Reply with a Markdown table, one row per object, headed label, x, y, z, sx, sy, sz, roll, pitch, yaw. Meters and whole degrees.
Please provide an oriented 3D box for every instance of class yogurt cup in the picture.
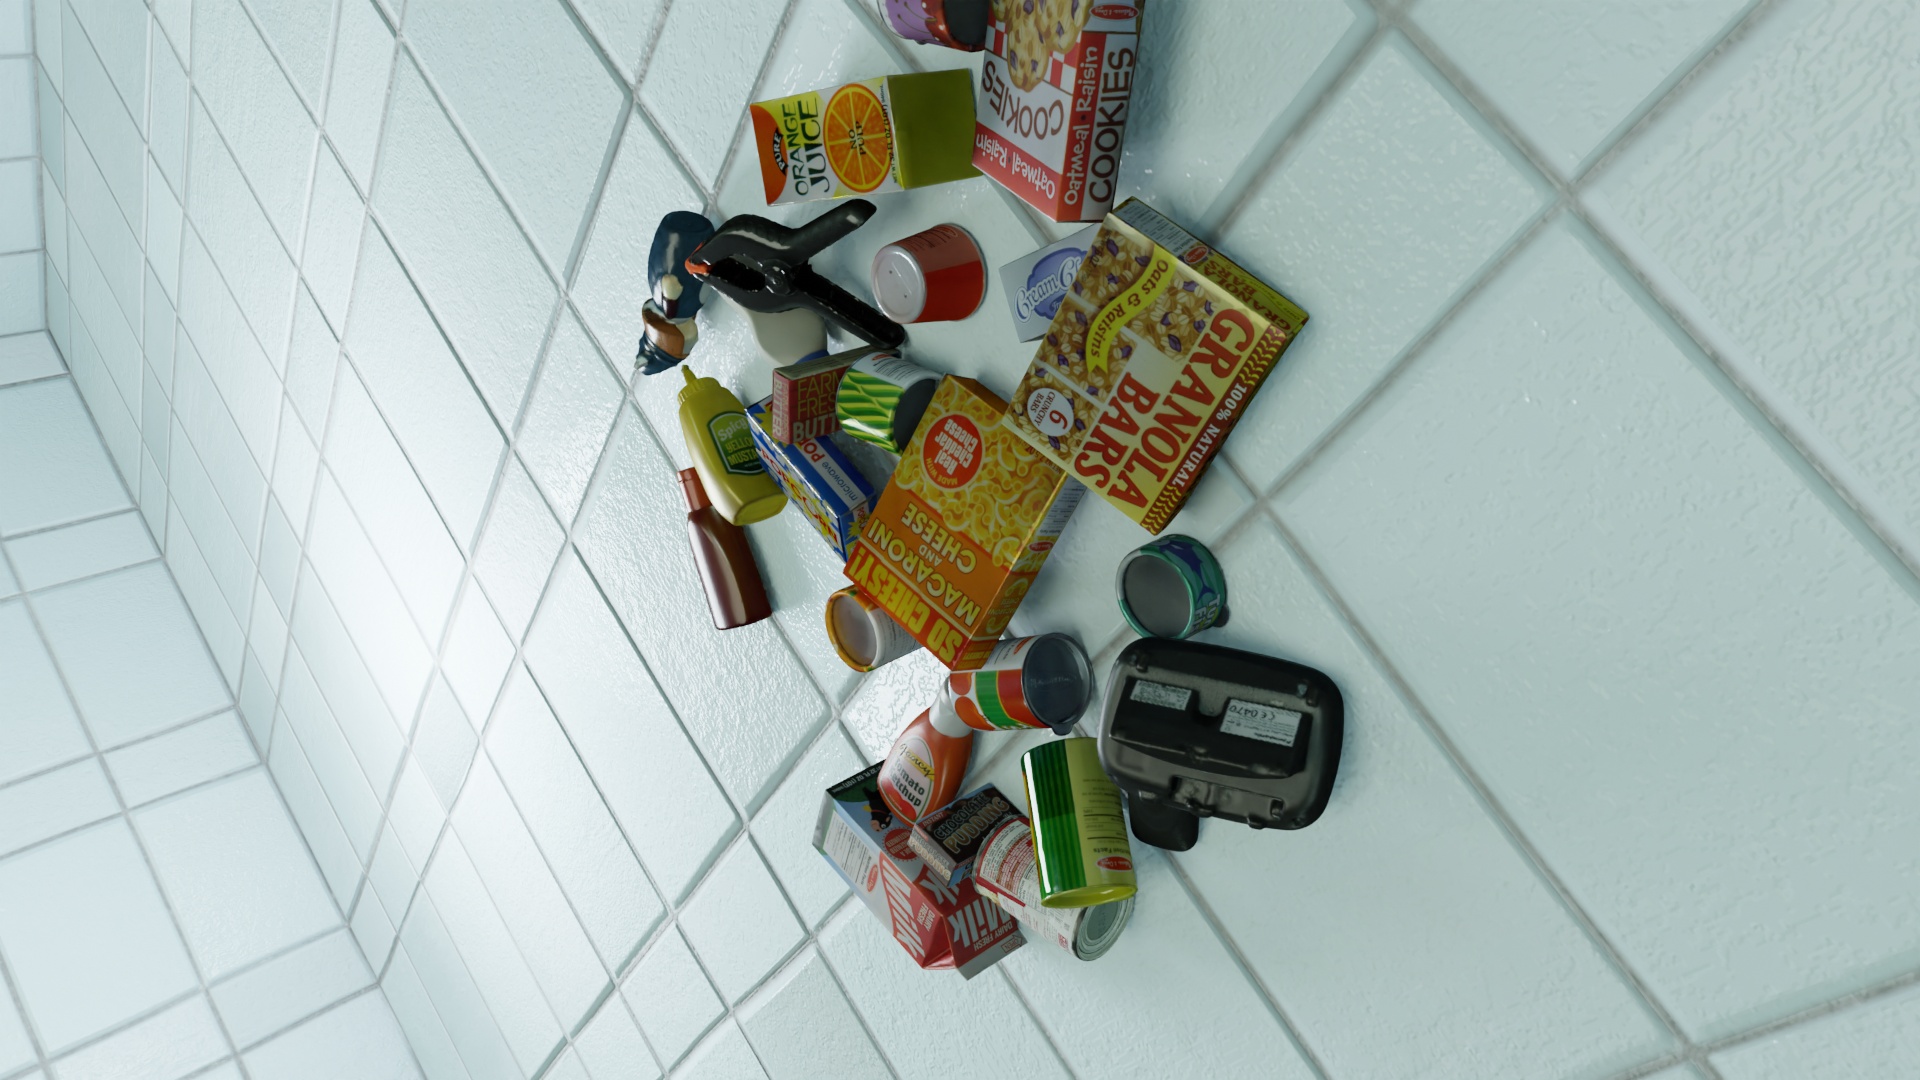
| label | x | y | z | sx | sy | sz | roll | pitch | yaw |
| --- | --- | --- | --- | --- | --- | --- | --- | --- | --- |
| yogurt cup | -0.024 | -0.179 | 0.949 | 0.072 | 0.054 | 0.072 | 21 | 120 | 40 |

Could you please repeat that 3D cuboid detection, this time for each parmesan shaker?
| label | x | y | z | sx | sy | sz | roll | pitch | yaw |
| --- | --- | --- | --- | --- | --- | --- | --- | --- | --- |
| parmesan shaker | 0.082 | 0.195 | 0.958 | 0.071 | 0.071 | 0.103 | -41 | 49 | 48 |

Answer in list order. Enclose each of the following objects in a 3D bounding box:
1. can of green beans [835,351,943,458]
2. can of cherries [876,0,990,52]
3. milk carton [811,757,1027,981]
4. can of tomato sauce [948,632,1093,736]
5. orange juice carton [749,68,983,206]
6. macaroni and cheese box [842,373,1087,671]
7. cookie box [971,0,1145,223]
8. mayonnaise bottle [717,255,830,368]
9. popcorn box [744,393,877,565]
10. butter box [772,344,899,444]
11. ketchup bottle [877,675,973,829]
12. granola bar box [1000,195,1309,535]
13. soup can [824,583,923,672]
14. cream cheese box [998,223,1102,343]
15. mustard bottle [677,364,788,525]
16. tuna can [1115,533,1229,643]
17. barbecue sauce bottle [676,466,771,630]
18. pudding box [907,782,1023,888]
| label | x | y | z | sx | sy | sz | roll | pitch | yaw |
| --- | --- | --- | --- | --- | --- | --- | --- | --- | --- |
| can of green beans | -0.046 | -0.097 | 0.999 | 0.058 | 0.071 | 0.071 | 25 | 124 | 38 |
| can of cherries | -0.008 | -0.337 | 0.858 | 0.058 | 0.072 | 0.071 | 27 | 125 | 37 |
| milk carton | -0.032 | 0.276 | 1.137 | 0.191 | 0.072 | 0.073 | 41 | 133 | 30 |
| can of tomato sauce | 0.042 | 0.103 | 0.986 | 0.083 | 0.071 | 0.071 | -12 | 97 | 50 |
| orange juice carton | -0.080 | -0.274 | 0.955 | 0.192 | 0.073 | 0.071 | 9 | 113 | 46 |
| macaroni and cheese box | 0.003 | -0.012 | 0.960 | 0.124 | 0.040 | 0.166 | 40 | 111 | 30 |
| cookie box | 0.056 | -0.281 | 0.800 | 0.123 | 0.040 | 0.166 | -128 | 38 | -52 |
| mayonnaise bottle | -0.137 | -0.168 | 1.074 | 0.148 | 0.065 | 0.041 | 60 | 176 | 6 |
| popcorn box | -0.113 | -0.049 | 1.089 | 0.127 | 0.038 | 0.085 | 48 | 163 | 23 |
| butter box | -0.091 | -0.108 | 1.014 | 0.024 | 0.104 | 0.052 | 28 | 126 | 38 |
| ketchup bottle | -0.019 | 0.163 | 1.096 | 0.065 | 0.044 | 0.148 | 47 | 134 | 24 |
| granola bar box | 0.110 | -0.100 | 0.825 | 0.124 | 0.039 | 0.164 | 37 | 133 | 10 |
| soup can | -0.053 | 0.055 | 1.057 | 0.071 | 0.084 | 0.071 | 22 | 122 | 41 |
| cream cheese box | 0.071 | -0.164 | 0.874 | 0.103 | 0.024 | 0.053 | -15 | 93 | 49 |
| mustard bottle | -0.203 | -0.089 | 1.177 | 0.160 | 0.065 | 0.048 | 58 | 143 | 18 |
| tuna can | 0.134 | 0.033 | 0.881 | 0.071 | 0.033 | 0.070 | 22 | 121 | 41 |
| barbecue sauce bottle | -0.216 | 0.005 | 1.245 | 0.064 | 0.044 | 0.148 | -12 | 96 | 49 |
| pudding box | 0.007 | 0.225 | 1.063 | 0.050 | 0.084 | 0.030 | 41 | 130 | 29 |
